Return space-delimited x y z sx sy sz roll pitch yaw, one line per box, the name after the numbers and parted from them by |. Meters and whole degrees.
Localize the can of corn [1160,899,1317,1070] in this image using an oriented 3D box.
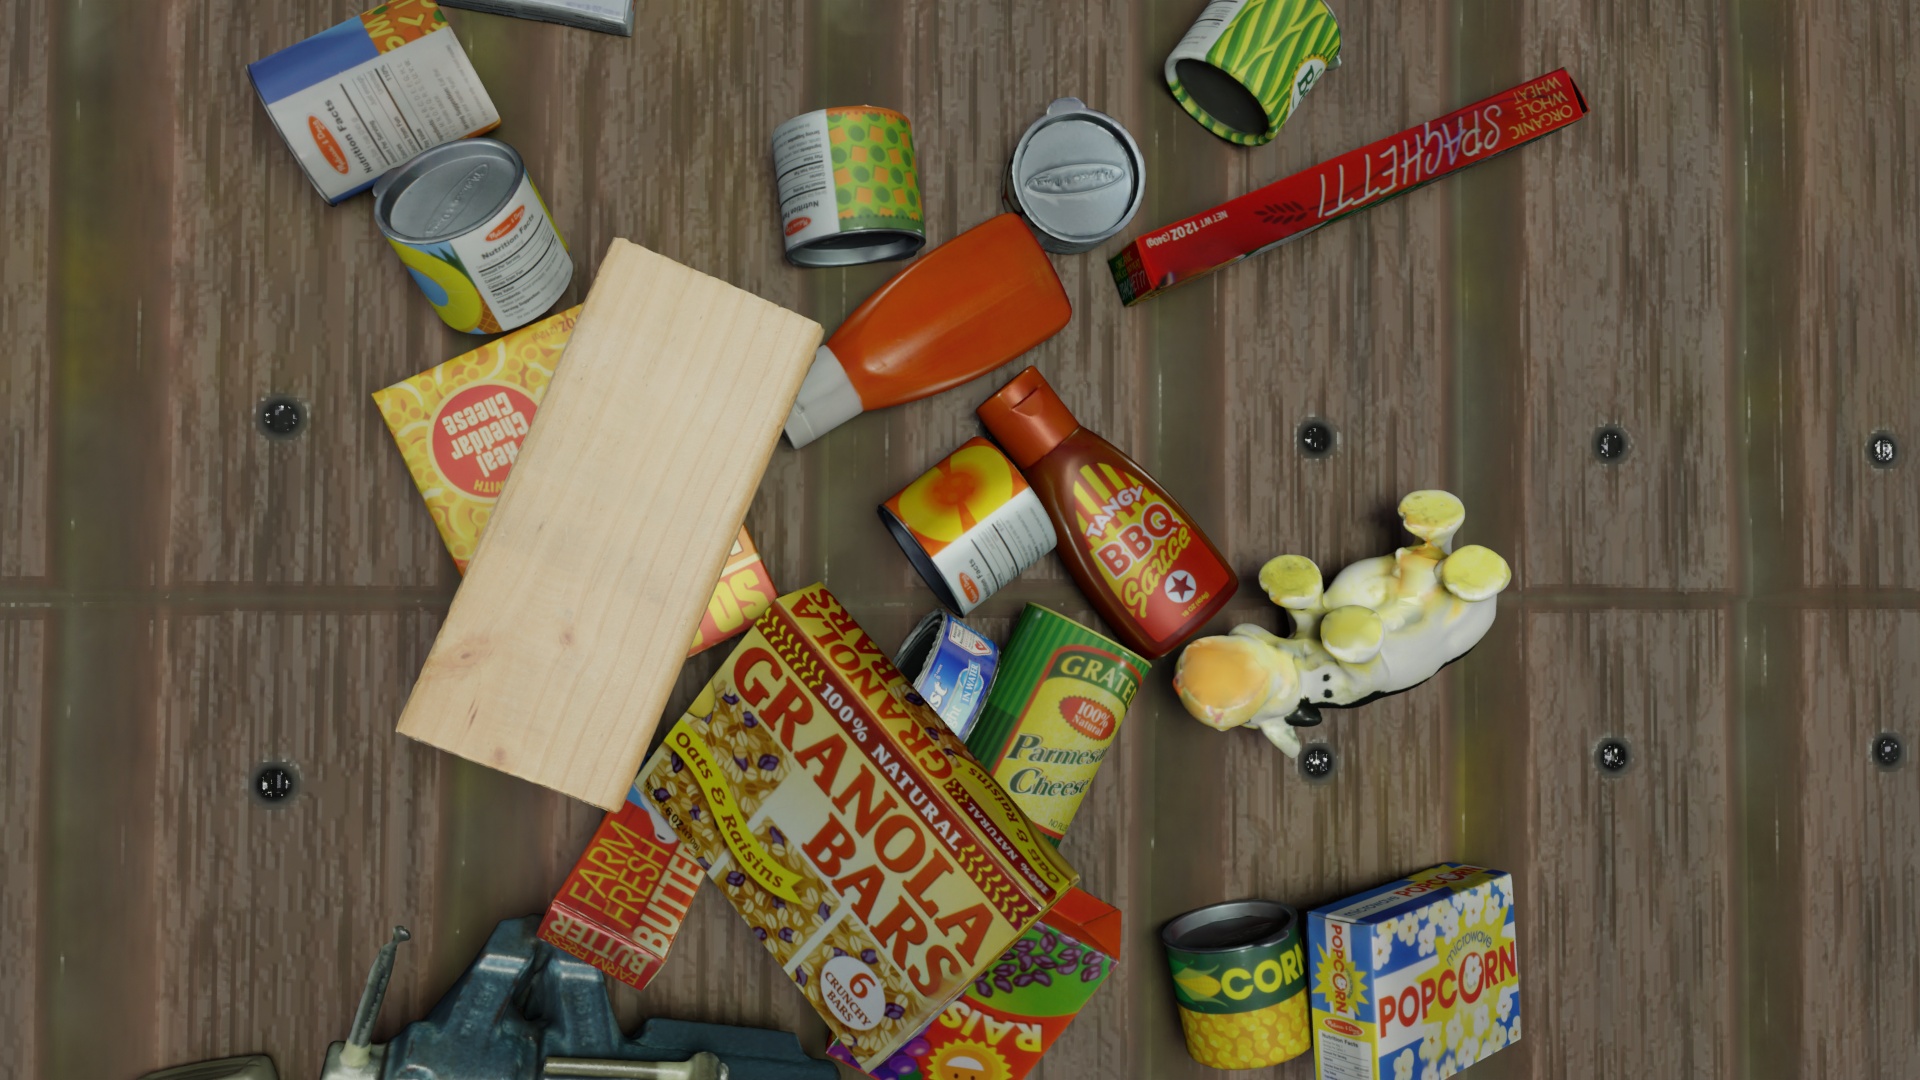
0.136 0.212 0.664 0.071 0.071 0.058 -13 92 -10 | can of corn

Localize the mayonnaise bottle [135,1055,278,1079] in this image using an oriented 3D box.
-0.323 0.304 0.599 0.065 0.041 0.148 -7 89 -9 | mayonnaise bottle

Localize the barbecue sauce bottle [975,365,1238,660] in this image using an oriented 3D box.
0.067 -0.016 0.673 0.065 0.043 0.148 -40 94 -13 | barbecue sauce bottle

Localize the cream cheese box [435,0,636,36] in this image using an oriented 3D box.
-0.202 -0.271 0.645 0.104 0.024 0.053 7 87 -9 | cream cheese box

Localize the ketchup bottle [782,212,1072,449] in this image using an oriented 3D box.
-0.024 -0.095 0.660 0.149 0.043 0.064 -31 93 -9 | ketchup bottle

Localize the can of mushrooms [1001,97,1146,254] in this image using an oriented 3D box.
0.055 -0.178 0.681 0.071 0.033 0.071 0 89 -9 | can of mushrooms

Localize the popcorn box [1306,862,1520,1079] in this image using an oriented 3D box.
0.219 0.210 0.666 0.127 0.038 0.085 -2 88 -41 | popcorn box

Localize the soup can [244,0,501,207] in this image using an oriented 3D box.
-0.258 -0.197 0.615 0.084 0.071 0.071 -30 94 -10 | soup can

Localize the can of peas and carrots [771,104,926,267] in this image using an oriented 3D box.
-0.050 -0.164 0.648 0.071 0.071 0.058 -7 89 -10 | can of peas and carrots

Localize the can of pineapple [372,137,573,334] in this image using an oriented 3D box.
-0.213 -0.134 0.610 0.071 0.057 0.071 -6 54 8 | can of pineapple

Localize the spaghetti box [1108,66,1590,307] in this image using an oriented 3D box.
0.194 -0.177 0.697 0.250 0.050 0.028 -23 94 -10 | spaghetti box

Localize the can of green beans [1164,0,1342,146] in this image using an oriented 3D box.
0.143 -0.237 0.681 0.071 0.071 0.058 37 84 -7 | can of green beans

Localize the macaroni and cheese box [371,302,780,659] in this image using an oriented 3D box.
-0.171 -0.015 0.635 0.124 0.040 0.166 -26 93 -9 | macaroni and cheese box

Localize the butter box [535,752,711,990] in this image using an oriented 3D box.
-0.138 0.142 0.608 0.053 0.104 0.024 32 120 -7 | butter box

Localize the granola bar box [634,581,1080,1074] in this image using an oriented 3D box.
-0.049 0.120 0.583 0.166 0.039 0.123 47 117 15 | granola bar box

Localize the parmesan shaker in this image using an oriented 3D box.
0.039 0.090 0.655 0.071 0.071 0.103 28 85 -8 | parmesan shaker

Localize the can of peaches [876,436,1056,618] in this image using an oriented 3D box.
0.002 -0.008 0.652 0.058 0.071 0.071 -37 95 -8 | can of peaches

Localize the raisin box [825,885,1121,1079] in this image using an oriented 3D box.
0.005 0.200 0.632 0.086 0.040 0.123 29 113 -7 | raisin box
